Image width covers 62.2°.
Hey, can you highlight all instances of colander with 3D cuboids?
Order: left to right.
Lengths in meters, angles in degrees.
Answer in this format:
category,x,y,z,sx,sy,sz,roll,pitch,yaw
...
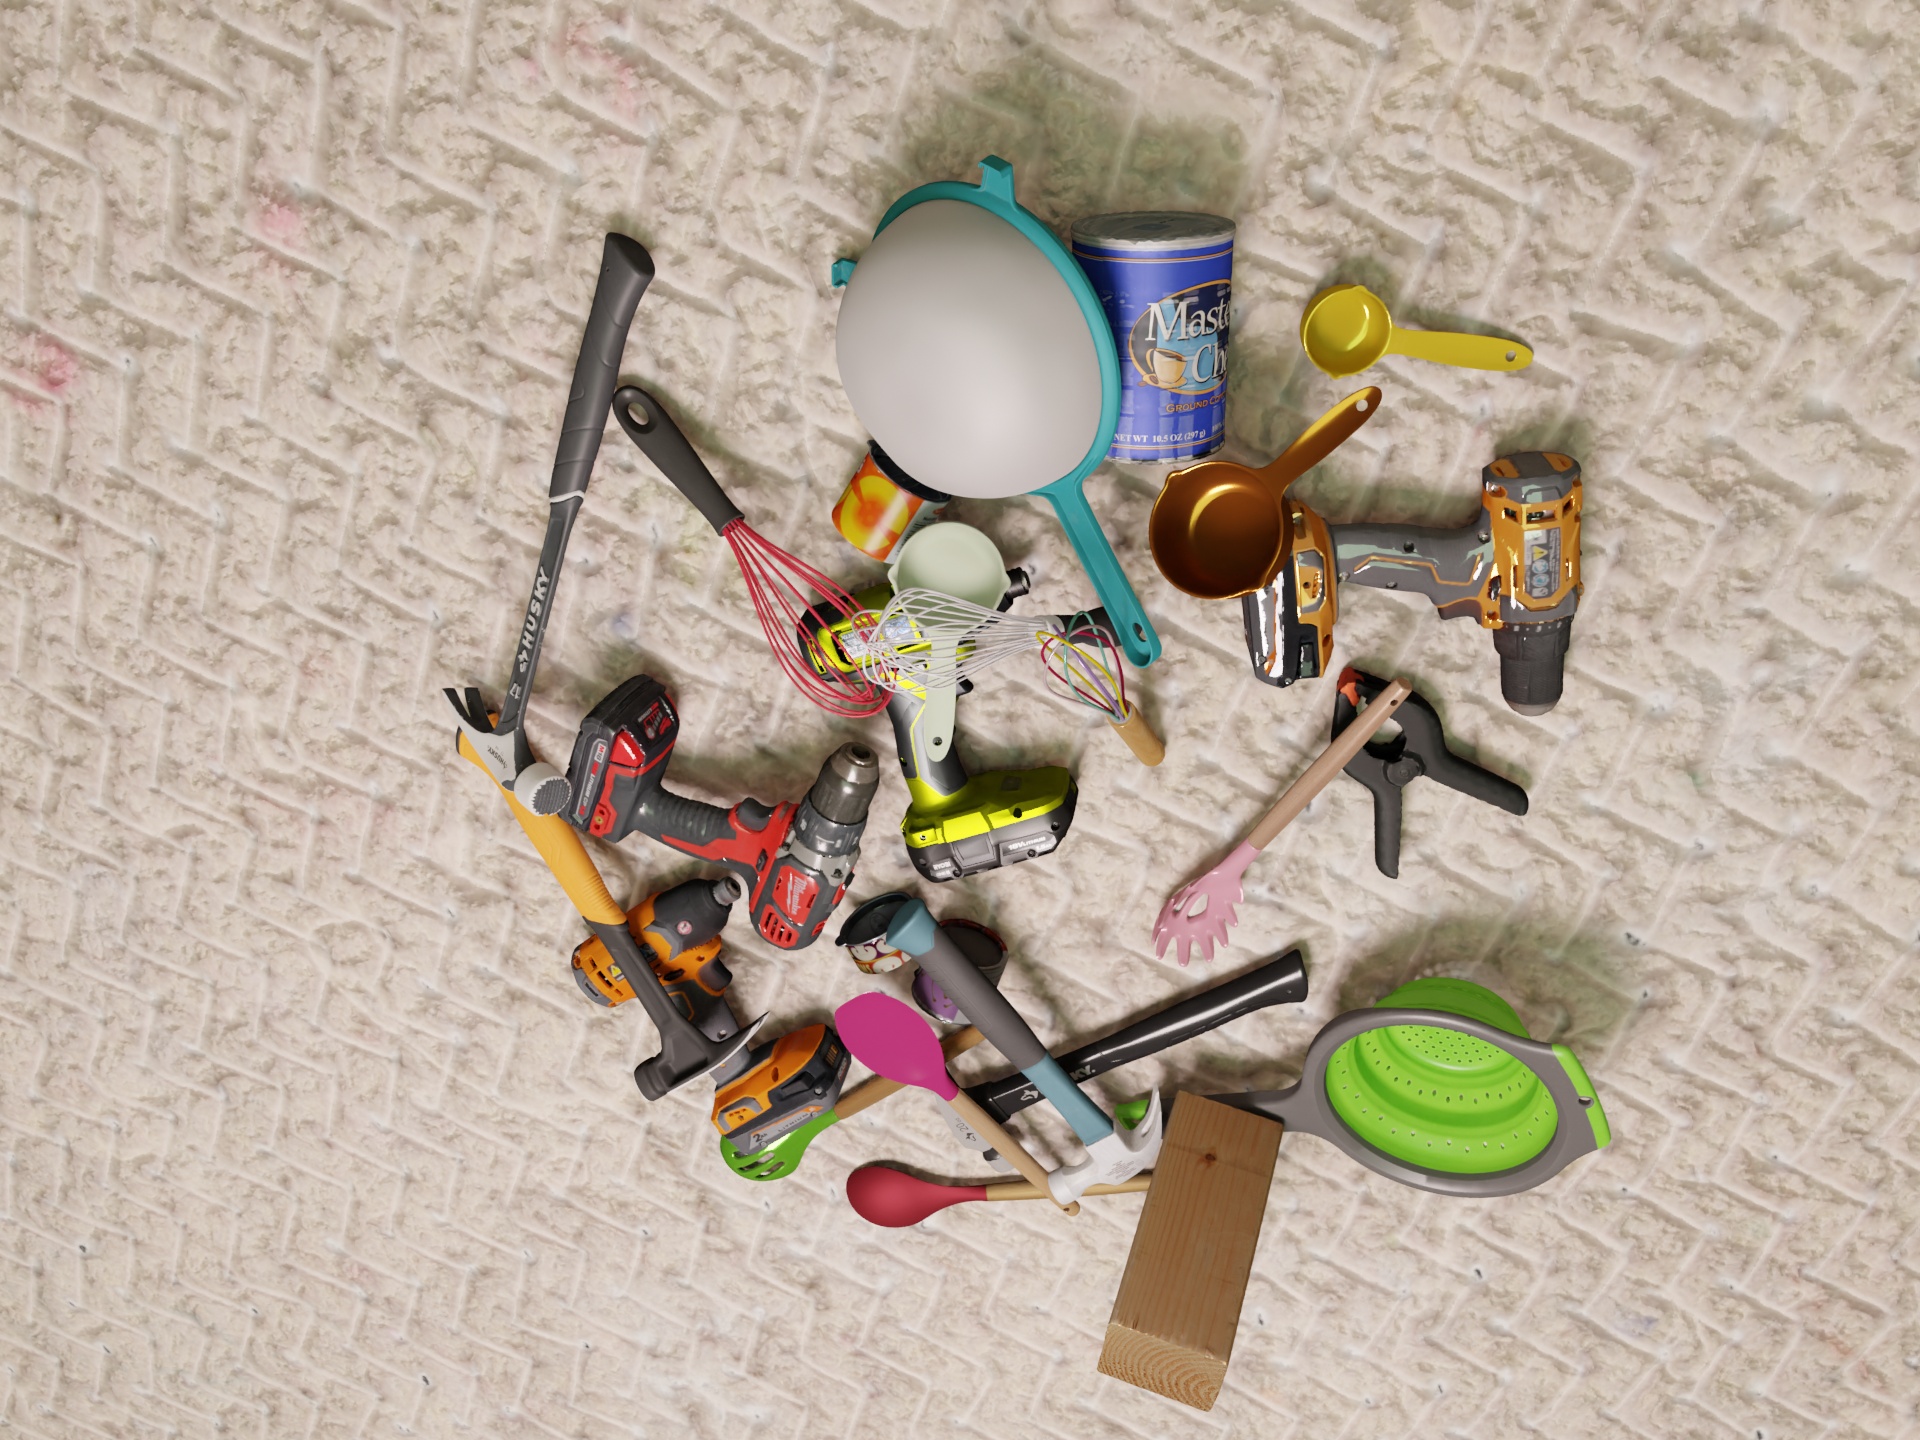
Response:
category,x,y,z,sx,sy,sz,roll,pitch,yaw
colander,0.309,0.283,1.276,0.397,0.094,0.204,-13,119,34

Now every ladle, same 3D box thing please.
category,x,y,z,sx,sy,sz,roll,pitch,yaw
ladle,0.050,0.415,1.404,0.315,0.031,0.069,-7,116,9

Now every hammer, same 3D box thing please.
category,x,y,z,sx,sy,sz,roll,pitch,yaw
hammer,-0.288,-0.143,1.138,0.149,0.036,0.408,34,114,36
hammer,-0.287,0.134,1.253,0.127,0.034,0.337,-33,91,22
hammer,0.048,0.260,1.257,0.128,0.033,0.330,-31,117,17
hammer,0.131,0.265,1.303,0.335,0.035,0.146,-27,121,17

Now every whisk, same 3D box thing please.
category,x,y,z,sx,sy,sz,roll,pitch,yaw
whisk,-0.148,-0.121,1.108,0.073,0.073,0.296,-42,83,24
whisk,0.037,-0.057,1.053,0.070,0.284,0.070,5,98,41
whisk,0.102,-0.015,1.097,0.047,0.051,0.244,-2,161,20

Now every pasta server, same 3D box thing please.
category,x,y,z,sx,sy,sz,roll,pitch,yaw
pasta server,0.233,0.079,1.167,0.060,0.040,0.316,19,133,-16

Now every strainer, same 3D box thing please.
category,x,y,z,sx,sy,sz,roll,pitch,yaw
strainer,0.022,-0.165,1.010,0.211,0.095,0.340,-11,112,55

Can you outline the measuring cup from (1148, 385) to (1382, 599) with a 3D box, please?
category,x,y,z,sx,sy,sz,roll,pitch,yaw
measuring cup,0.200,-0.147,1.008,0.173,0.052,0.095,-41,76,19

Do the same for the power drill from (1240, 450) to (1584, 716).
category,x,y,z,sx,sy,sz,roll,pitch,yaw
power drill,0.311,-0.079,1.092,0.226,0.084,0.185,-8,117,7

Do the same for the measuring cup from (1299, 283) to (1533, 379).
category,x,y,z,sx,sy,sz,roll,pitch,yaw
measuring cup,0.297,-0.250,1.042,0.156,0.029,0.062,6,118,-8

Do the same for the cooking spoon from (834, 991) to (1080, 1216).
category,x,y,z,sx,sy,sz,roll,pitch,yaw
cooking spoon,0.007,0.321,1.309,0.069,0.017,0.318,-31,119,17

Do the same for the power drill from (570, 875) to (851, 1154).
category,x,y,z,sx,sy,sz,roll,pitch,yaw
power drill,-0.193,0.236,1.319,0.164,0.084,0.226,-34,103,22

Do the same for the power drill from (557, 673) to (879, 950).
category,x,y,z,sx,sy,sz,roll,pitch,yaw
power drill,-0.174,0.054,1.194,0.227,0.080,0.187,29,124,5

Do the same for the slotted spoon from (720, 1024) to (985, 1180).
category,x,y,z,sx,sy,sz,roll,pitch,yaw
slotted spoon,-0.087,0.327,1.379,0.313,0.031,0.070,-33,109,20

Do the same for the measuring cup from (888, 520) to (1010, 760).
category,x,y,z,sx,sy,sz,roll,pitch,yaw
measuring cup,-0.011,-0.056,1.099,0.083,0.038,0.167,4,105,-2

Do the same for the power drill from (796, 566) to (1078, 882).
category,x,y,z,sx,sy,sz,roll,pitch,yaw
power drill,-0.002,-0.004,1.174,0.171,0.080,0.223,-16,110,16
